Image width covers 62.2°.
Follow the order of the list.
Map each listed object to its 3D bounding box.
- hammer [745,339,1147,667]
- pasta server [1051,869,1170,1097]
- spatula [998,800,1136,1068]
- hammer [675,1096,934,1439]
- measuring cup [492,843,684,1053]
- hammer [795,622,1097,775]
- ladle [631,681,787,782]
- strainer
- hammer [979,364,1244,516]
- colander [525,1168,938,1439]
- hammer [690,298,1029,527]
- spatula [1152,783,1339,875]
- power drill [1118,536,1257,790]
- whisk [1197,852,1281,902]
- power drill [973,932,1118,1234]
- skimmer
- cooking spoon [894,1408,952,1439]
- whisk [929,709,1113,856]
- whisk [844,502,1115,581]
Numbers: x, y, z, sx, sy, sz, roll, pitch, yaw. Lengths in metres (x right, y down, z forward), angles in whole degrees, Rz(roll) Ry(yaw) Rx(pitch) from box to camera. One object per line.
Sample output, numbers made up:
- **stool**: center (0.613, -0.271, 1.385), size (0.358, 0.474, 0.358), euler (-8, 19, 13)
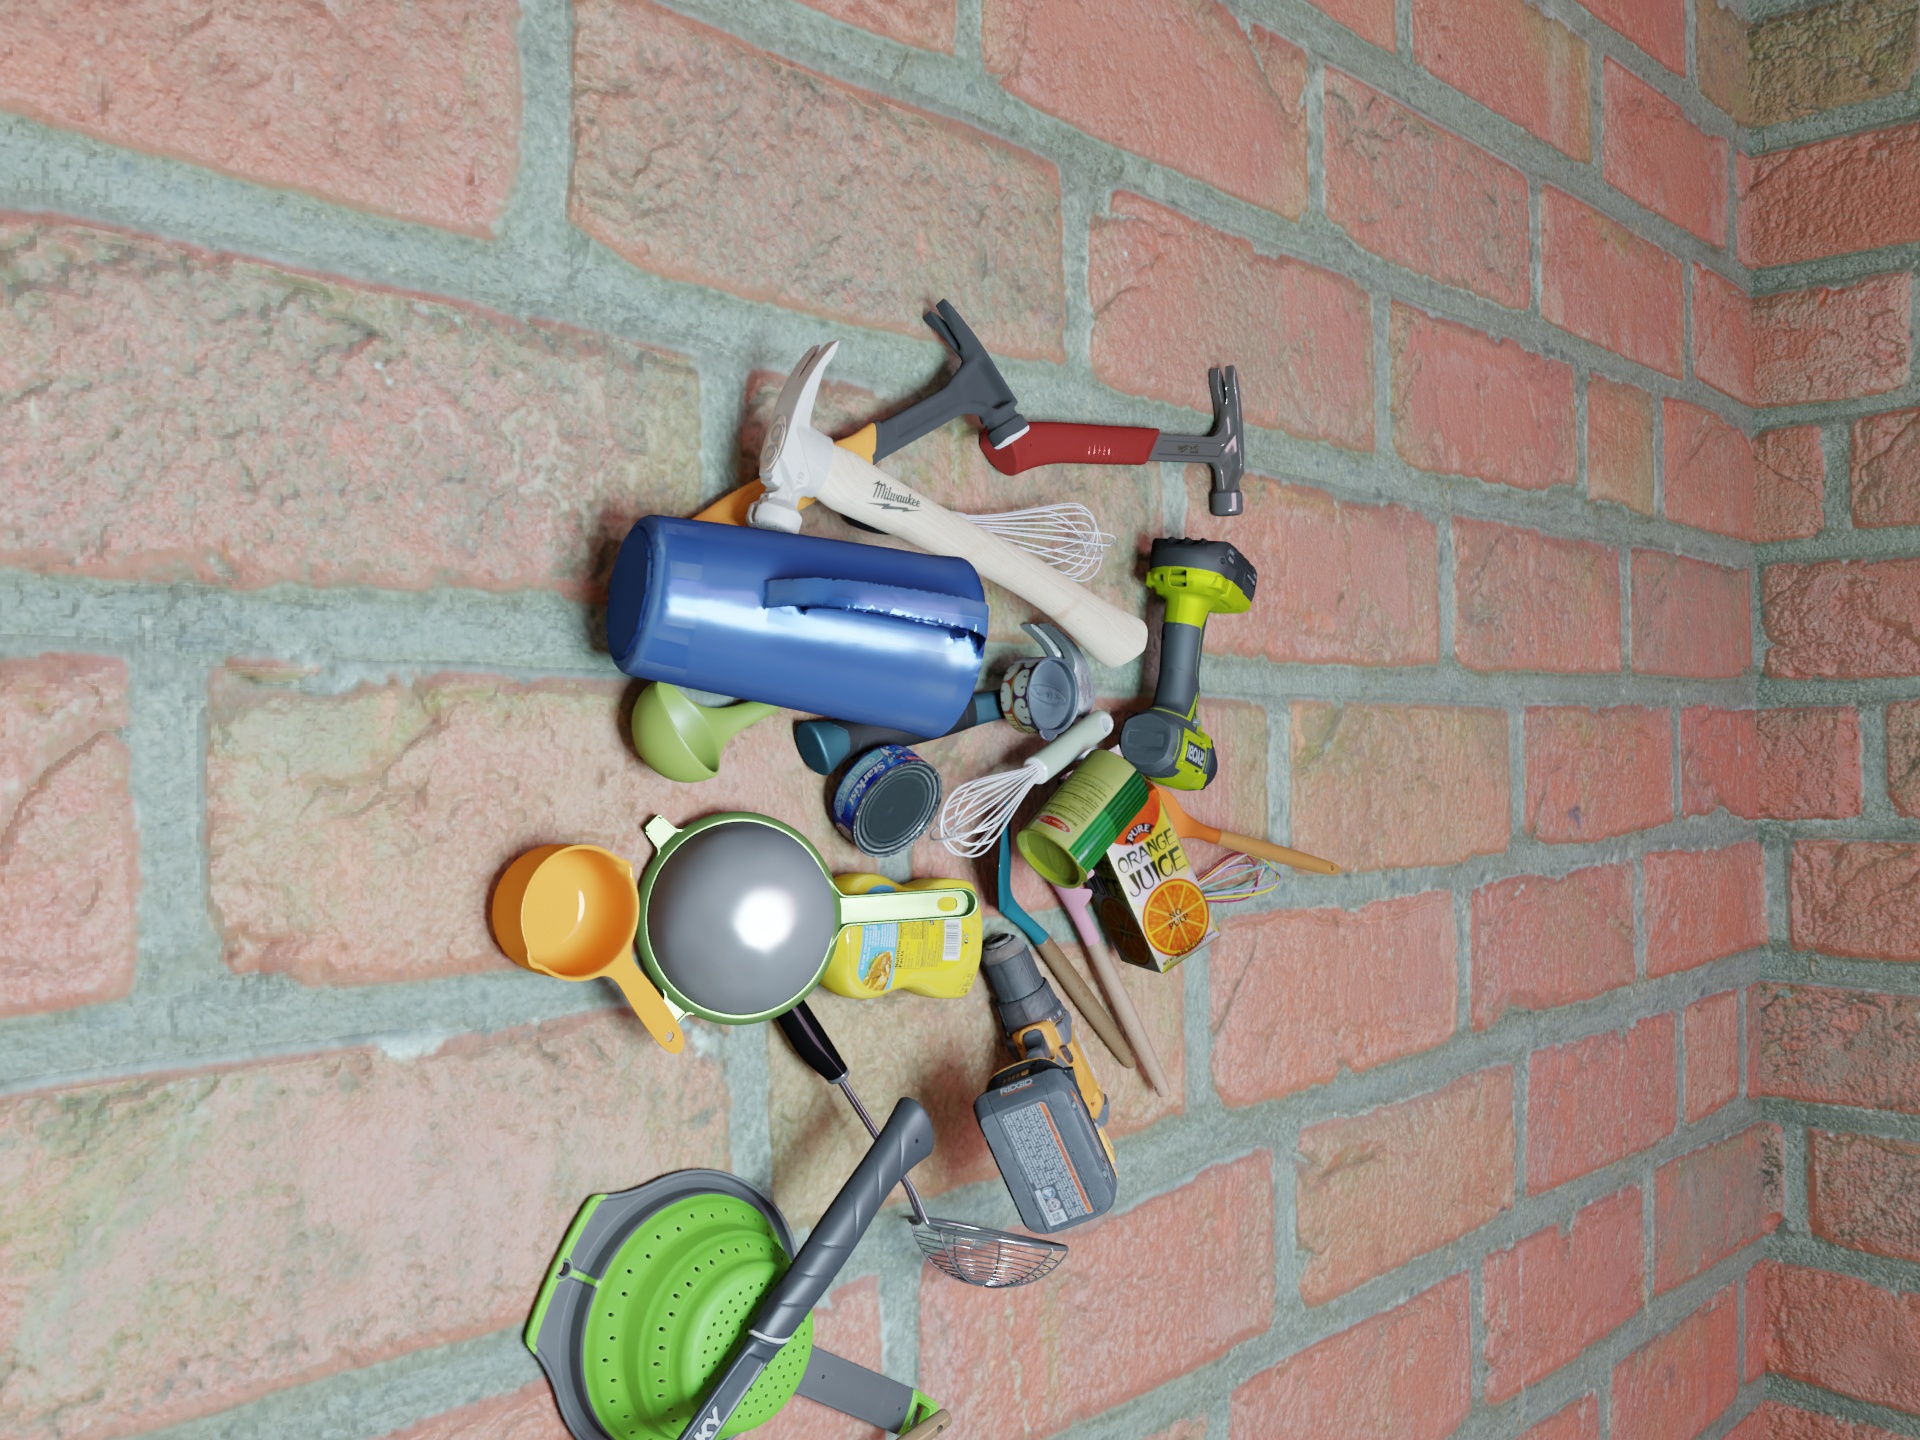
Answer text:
- **hammer**: center (0.013, -0.144, 1.253), size (0.410, 0.038, 0.146), euler (24, 77, -41)
- **pasta server**: center (0.135, 0.216, 1.438), size (0.040, 0.060, 0.316), euler (-33, 114, -17)
- **spatula**: center (0.092, 0.207, 1.398), size (0.317, 0.044, 0.082), euler (56, 26, -31)
- **hammer**: center (-0.139, 0.412, 1.030), size (0.409, 0.036, 0.149), euler (-51, 121, -33)
- **measuring cup**: center (-0.242, 0.156, 1.055), size (0.095, 0.052, 0.173), euler (-49, 124, -34)
- **hammer**: center (-0.002, -0.004, 1.315), size (0.331, 0.033, 0.128), euler (-13, 99, -45)
- **ladle**: center (-0.115, -0.025, 1.186), size (0.320, 0.062, 0.078), euler (-23, 80, -47)
- **strainer**: center (-0.097, 0.136, 1.126), size (0.256, 0.069, 0.151), euler (-1, 83, -23)
- **hammer**: center (0.152, -0.264, 1.475), size (0.359, 0.037, 0.149), euler (-8, 94, -46)
- **colander**: center (-0.120, 0.462, 1.140), size (0.396, 0.094, 0.205), euler (41, 62, -37)
- **hammer**: center (-0.088, -0.210, 1.218), size (0.337, 0.034, 0.127), euler (-37, 97, -35)
- **spatula**: center (0.256, 0.116, 1.542), size (0.322, 0.041, 0.081), euler (17, 77, -37)
- **power drill**: center (0.216, -0.048, 1.500), size (0.171, 0.080, 0.223), euler (24, 75, -61)
- **whisk**: center (0.225, 0.166, 1.544), size (0.245, 0.051, 0.047), euler (-10, 76, -41)
- **power drill**: center (0.062, 0.282, 1.277), size (0.226, 0.084, 0.185), euler (-66, 133, -78)
- **skimmer**: center (-0.044, 0.301, 1.228), size (0.090, 0.127, 0.363), euler (-40, 107, -33)
- **cooking spoon**: center (-0.131, 0.593, 1.155), size (0.319, 0.017, 0.068), euler (-22, 107, -35)
- **whisk**: center (0.057, 0.046, 1.322), size (0.246, 0.059, 0.057), euler (-33, 108, -46)
- **whisk**: center (0.021, -0.160, 1.326), size (0.284, 0.070, 0.070), euler (2, 88, -41)
